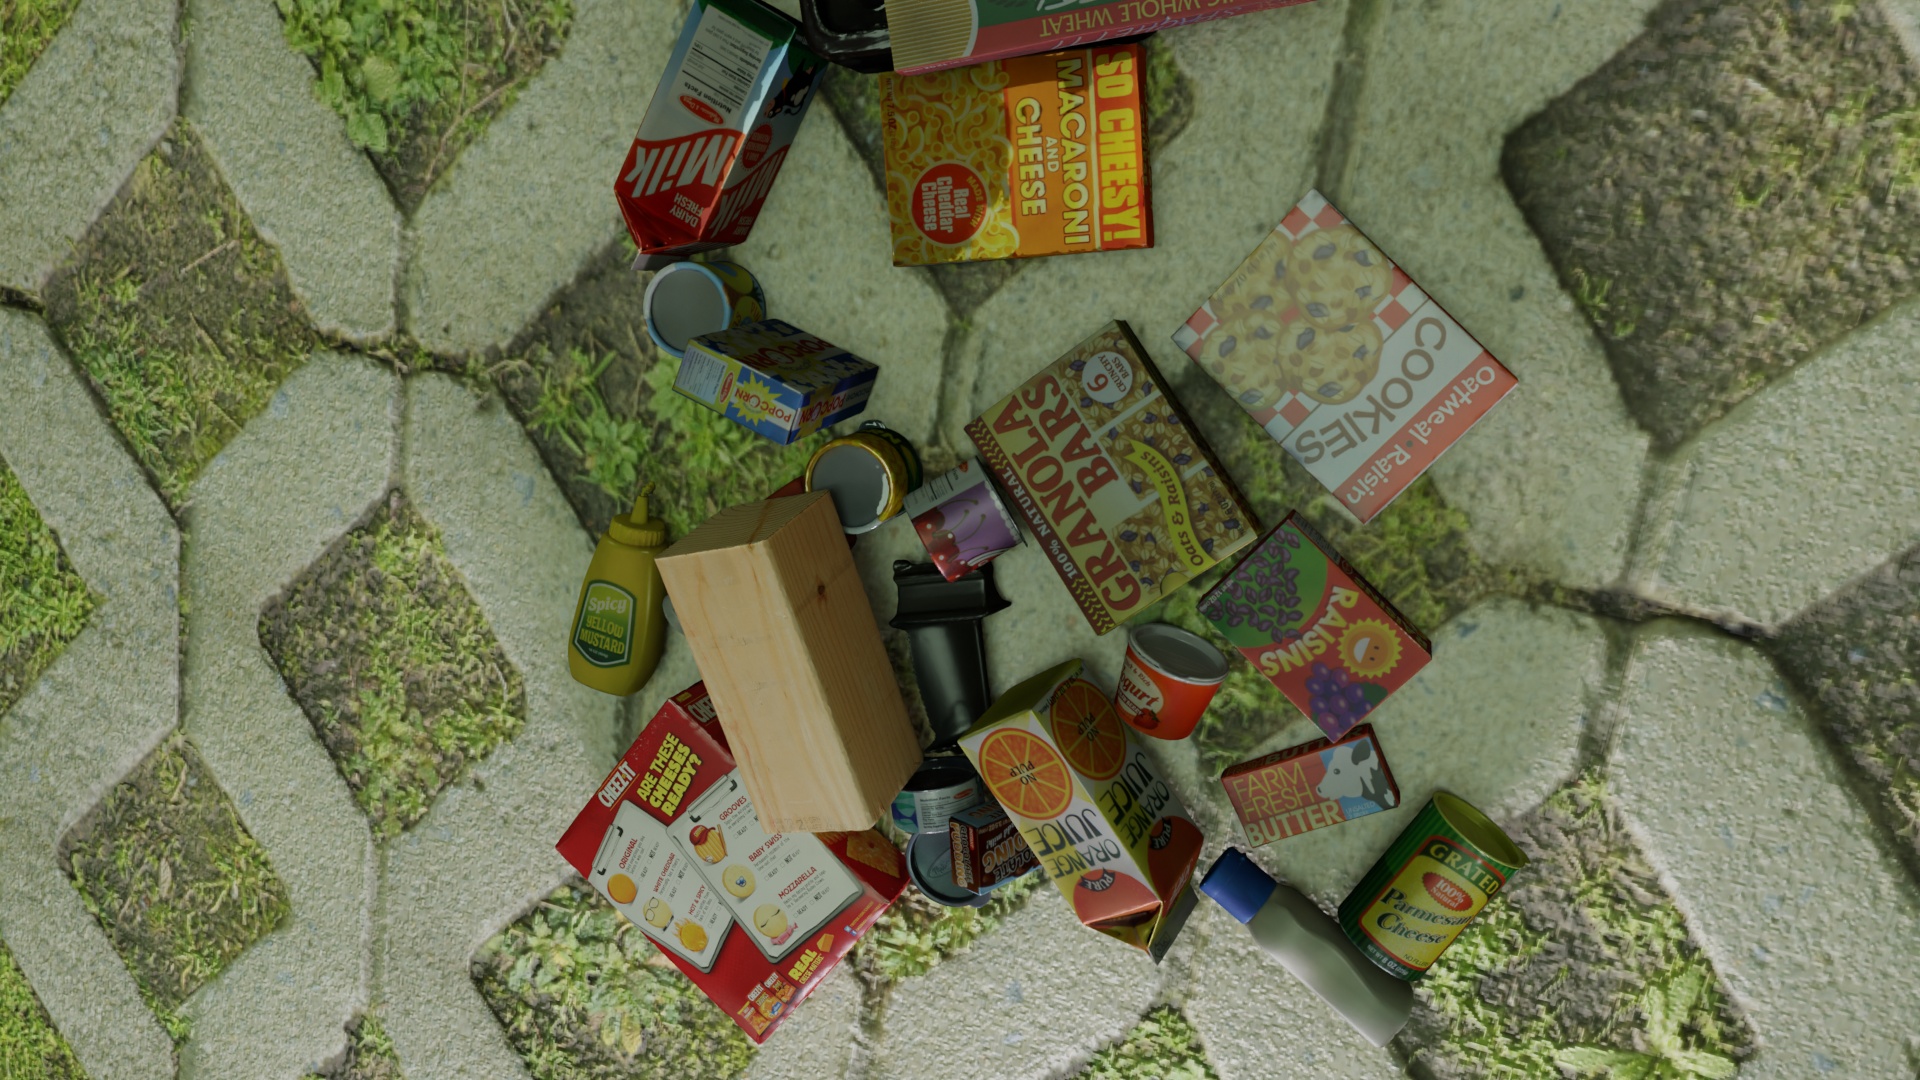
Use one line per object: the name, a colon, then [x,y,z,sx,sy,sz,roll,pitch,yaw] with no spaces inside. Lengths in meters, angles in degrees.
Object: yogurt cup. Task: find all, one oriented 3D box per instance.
yogurt cup: [0.134,0.093,0.904,0.072,0.073,0.053,23,115,12]

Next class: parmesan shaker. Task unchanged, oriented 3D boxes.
parmesan shaker: [0.297,0.220,0.877,0.071,0.071,0.102,35,109,8]

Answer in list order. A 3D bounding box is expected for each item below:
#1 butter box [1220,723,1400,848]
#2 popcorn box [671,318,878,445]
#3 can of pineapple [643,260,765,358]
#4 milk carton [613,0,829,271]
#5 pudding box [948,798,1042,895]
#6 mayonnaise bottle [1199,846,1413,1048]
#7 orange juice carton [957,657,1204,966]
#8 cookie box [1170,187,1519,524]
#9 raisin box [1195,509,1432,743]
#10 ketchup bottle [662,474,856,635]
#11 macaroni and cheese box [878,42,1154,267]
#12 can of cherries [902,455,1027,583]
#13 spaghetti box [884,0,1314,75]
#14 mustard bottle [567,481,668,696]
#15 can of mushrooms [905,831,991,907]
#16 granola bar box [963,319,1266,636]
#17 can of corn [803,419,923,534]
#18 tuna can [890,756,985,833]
butter box: [0.228,0.161,0.908,0.103,0.024,0.053,-21,94,20]
popcorn box: [-0.118,-0.106,0.909,0.085,0.127,0.038,27,112,11]
can of pineapple: [-0.174,-0.158,0.953,0.071,0.058,0.071,3,102,16]
milk carton: [-0.164,-0.263,0.922,0.073,0.072,0.190,32,107,9]
pudding box: [0.032,0.203,0.945,0.030,0.084,0.049,10,106,47]
mayonnaise bottle: [0.226,0.263,0.911,0.148,0.065,0.041,39,106,11]
orange juice carton: [0.091,0.182,0.917,0.072,0.072,0.192,-32,94,41]
cookie box: [0.232,-0.111,0.847,0.167,0.040,0.122,45,110,6]
raisin box: [0.224,0.055,0.882,0.123,0.040,0.086,45,109,6]
ketchup bottle: [-0.147,0.017,0.986,0.148,0.044,0.064,-34,90,20]
macaroni and cheese box: [0.036,-0.242,0.881,0.166,0.040,0.123,-1,100,18]
can of cherries: [0.003,-0.011,0.915,0.058,0.071,0.071,-30,91,2]
spaghetti box: [0.079,-0.311,0.787,0.250,0.029,0.050,-5,101,17]
mustard bottle: [-0.245,0.032,1.016,0.065,0.049,0.159,16,105,12]
can of mushrooms: [-0.001,0.225,0.987,0.071,0.033,0.071,3,101,16]
granola bar box: [0.098,-0.040,0.895,0.124,0.039,0.165,-35,84,20]
can of corn: [-0.066,-0.043,0.941,0.071,0.058,0.071,3,102,16]
tuna can: [-0.018,0.176,0.967,0.071,0.071,0.032,-4,101,18]
